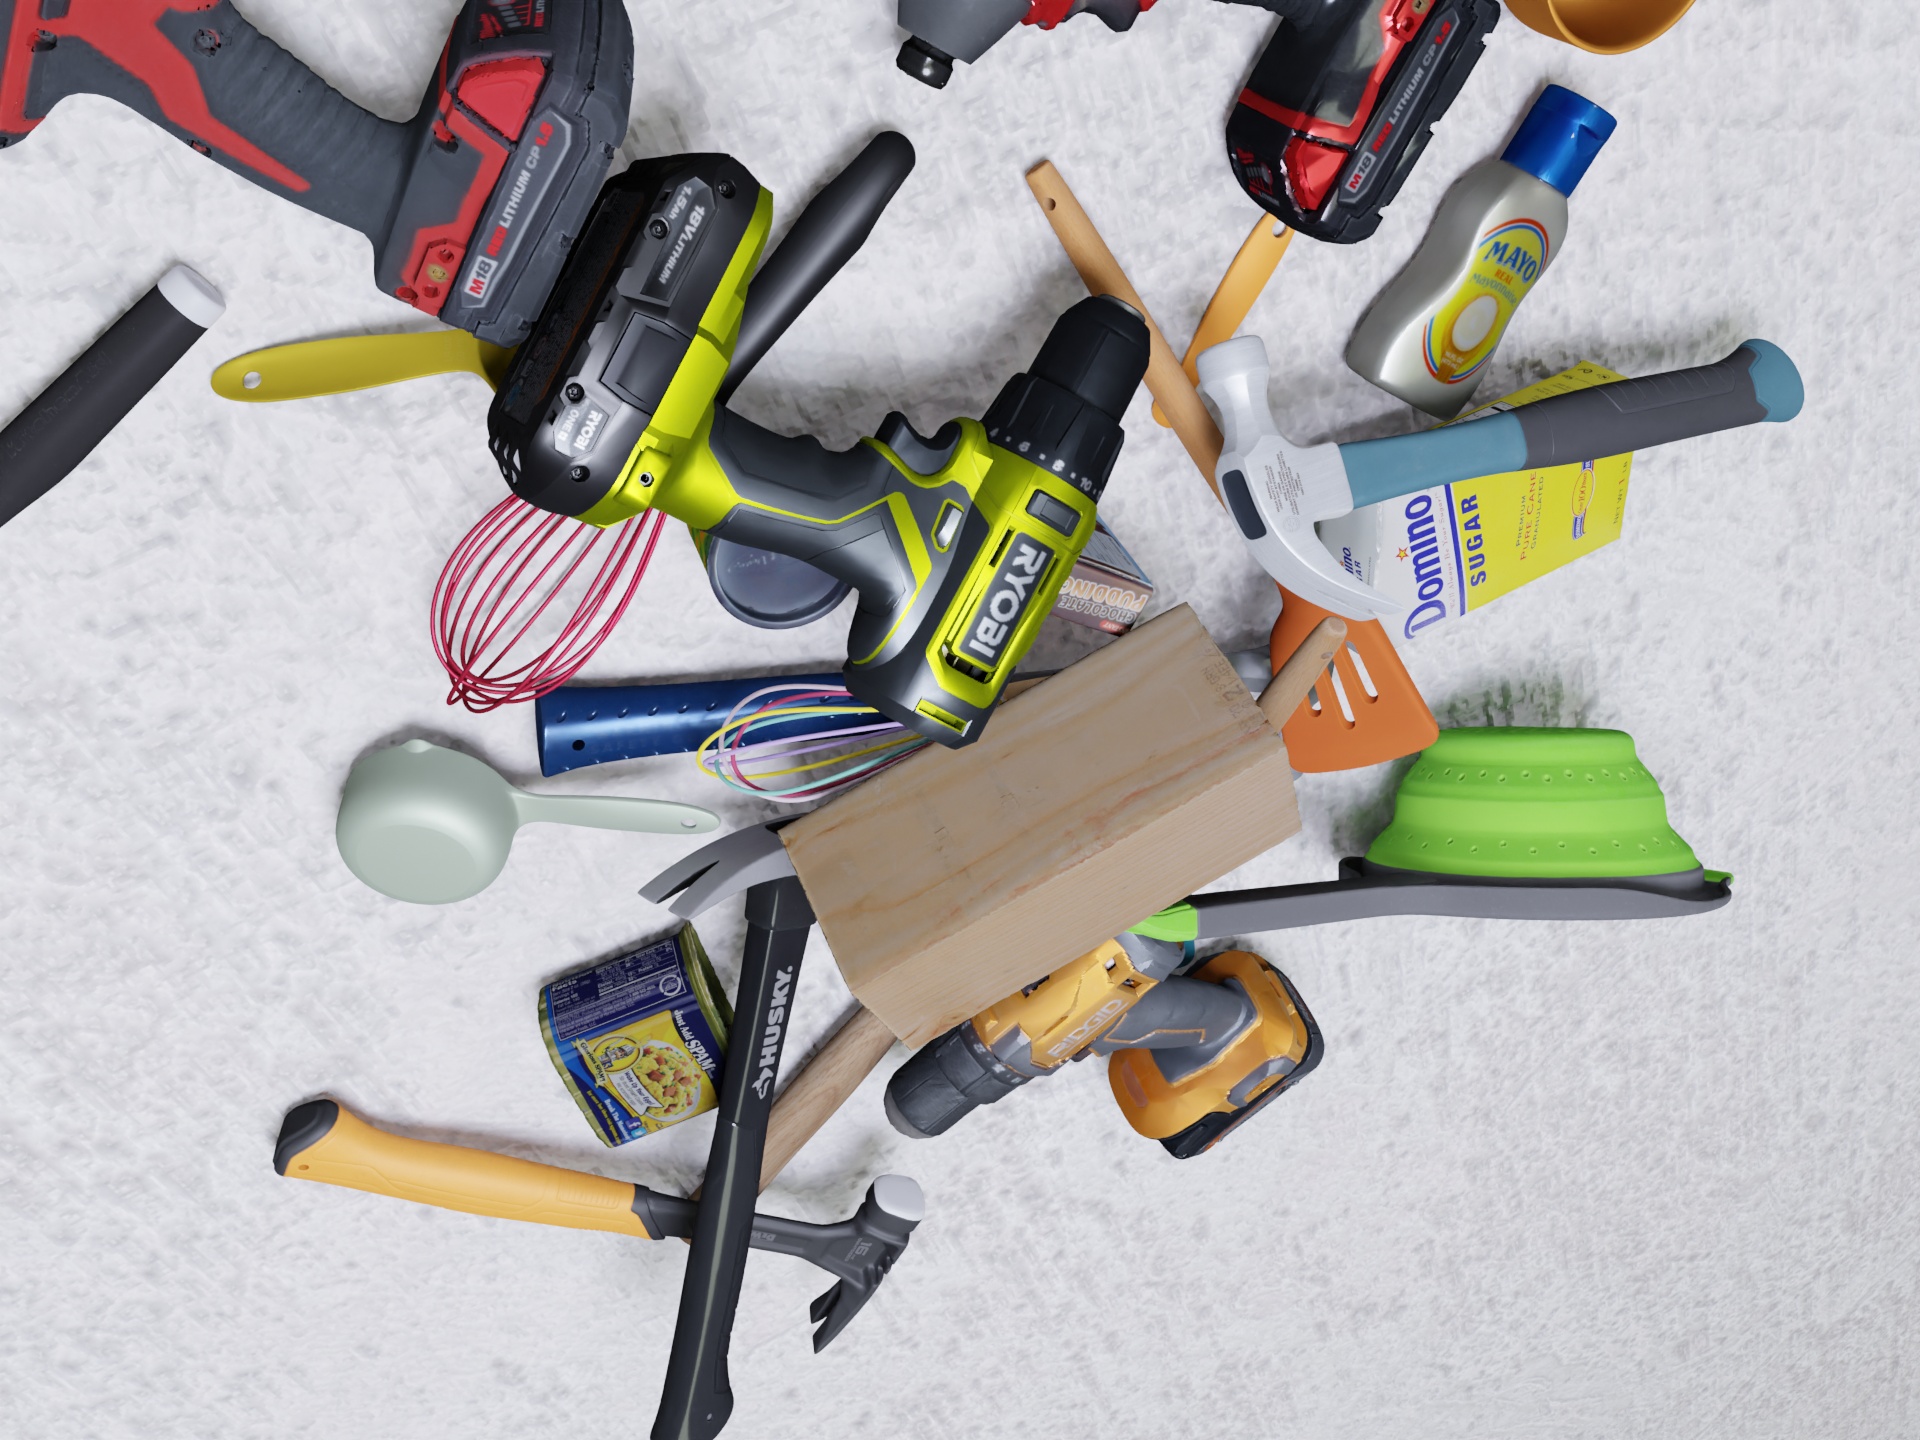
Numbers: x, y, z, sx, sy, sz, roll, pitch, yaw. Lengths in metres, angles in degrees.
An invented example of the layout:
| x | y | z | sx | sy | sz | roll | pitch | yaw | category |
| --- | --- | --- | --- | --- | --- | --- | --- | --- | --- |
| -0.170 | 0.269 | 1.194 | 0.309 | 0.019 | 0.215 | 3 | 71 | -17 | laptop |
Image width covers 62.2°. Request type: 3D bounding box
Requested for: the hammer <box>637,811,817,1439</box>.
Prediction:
| x | y | z | sx | sy | sz | roll | pitch | yaw | category |
| --- | --- | --- | --- | --- | --- | --- | --- | --- | --- |
| -0.113 | 0.210 | 0.785 | 0.146 | 0.035 | 0.334 | -1 | 107 | -51 | hammer |

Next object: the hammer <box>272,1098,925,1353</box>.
| x | y | z | sx | sy | sz | roll | pitch | yaw | category |
| --- | --- | --- | --- | --- | --- | --- | --- | --- | --- |
| -0.193 | 0.264 | 0.852 | 0.336 | 0.034 | 0.127 | 19 | 118 | -22 | hammer |

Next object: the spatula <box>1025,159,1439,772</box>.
| x | y | z | sx | sy | sz | roll | pitch | yaw | category |
| --- | --- | --- | --- | --- | --- | --- | --- | --- | --- |
| 0.117 | -0.107 | 0.719 | 0.081 | 0.041 | 0.322 | -15 | 123 | 39 | spatula |

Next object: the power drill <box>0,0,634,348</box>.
| x | y | z | sx | sy | sz | roll | pitch | yaw | category |
| --- | --- | --- | --- | --- | --- | --- | --- | --- | --- |
| -0.217 | -0.231 | 0.491 | 0.226 | 0.080 | 0.187 | 17 | 132 | -28 | power drill |

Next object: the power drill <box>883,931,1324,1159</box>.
| x | y | z | sx | sy | sz | roll | pitch | yaw | category |
| --- | --- | --- | --- | --- | --- | --- | --- | --- | --- |
| 0.080 | 0.182 | 0.884 | 0.185 | 0.084 | 0.226 | -42 | 139 | 17 | power drill |

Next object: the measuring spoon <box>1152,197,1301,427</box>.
| x | y | z | sx | sy | sz | roll | pitch | yaw | category |
| --- | --- | --- | --- | --- | --- | --- | --- | --- | --- |
| 0.123 | -0.184 | 0.725 | 0.021 | 0.011 | 0.117 | 18 | 114 | -31 | measuring spoon |

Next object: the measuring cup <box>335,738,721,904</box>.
| x | y | z | sx | sy | sz | roll | pitch | yaw | category |
| --- | --- | --- | --- | --- | --- | --- | --- | --- | --- |
| -0.192 | 0.052 | 0.705 | 0.167 | 0.038 | 0.083 | 3 | 134 | -2 | measuring cup |

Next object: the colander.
| x | y | z | sx | sy | sz | roll | pitch | yaw | category |
| --- | --- | --- | --- | --- | --- | --- | --- | --- | --- |
| 0.243 | 0.053 | 0.839 | 0.397 | 0.204 | 0.094 | -2 | 92 | -30 | colander |

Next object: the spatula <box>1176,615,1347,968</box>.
| x | y | z | sx | sy | sz | roll | pitch | yaw | category |
| --- | --- | --- | --- | --- | --- | --- | --- | --- | --- |
| 0.131 | 0.050 | 0.823 | 0.082 | 0.044 | 0.317 | -6 | 150 | -19 | spatula |

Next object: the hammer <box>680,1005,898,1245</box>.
| x | y | z | sx | sy | sz | roll | pitch | yaw | category |
| --- | --- | --- | --- | --- | --- | --- | --- | --- | --- |
| -0.051 | 0.176 | 0.877 | 0.130 | 0.031 | 0.331 | 26 | 112 | -40 | hammer |

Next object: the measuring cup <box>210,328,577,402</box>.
| x | y | z | sx | sy | sz | roll | pitch | yaw | category |
| --- | --- | --- | --- | --- | --- | --- | --- | --- | --- |
| -0.205 | -0.135 | 0.613 | 0.156 | 0.062 | 0.029 | -7 | 170 | -2 | measuring cup |

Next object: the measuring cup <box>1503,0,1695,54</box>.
| x | y | z | sx | sy | sz | roll | pitch | yaw | category |
| --- | --- | --- | --- | --- | --- | --- | --- | --- | --- |
| 0.261 | -0.363 | 0.638 | 0.095 | 0.052 | 0.173 | -16 | 124 | -12 | measuring cup |

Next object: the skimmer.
| x | y | z | sx | sy | sz | roll | pitch | yaw | category |
| --- | --- | --- | --- | --- | --- | --- | --- | --- | --- |
| -0.408 | -0.032 | 0.560 | 0.363 | 0.090 | 0.127 | -41 | 96 | 5 | skimmer |

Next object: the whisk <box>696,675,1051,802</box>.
| x | y | z | sx | sy | sz | roll | pitch | yaw | category |
| --- | --- | --- | --- | --- | --- | --- | --- | --- | --- |
| -0.001 | -0.003 | 0.732 | 0.245 | 0.051 | 0.047 | -10 | 120 | -19 | whisk |

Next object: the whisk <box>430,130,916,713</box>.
| x | y | z | sx | sy | sz | roll | pitch | yaw | category |
| --- | --- | --- | --- | --- | --- | --- | --- | --- | --- |
| -0.118 | -0.119 | 0.644 | 0.073 | 0.073 | 0.296 | 36 | 99 | -36 | whisk |

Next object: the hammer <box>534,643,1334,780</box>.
| x | y | z | sx | sy | sz | roll | pitch | yaw | category |
| --- | --- | --- | --- | --- | --- | --- | --- | --- | --- |
| 0.003 | -0.018 | 0.772 | 0.405 | 0.035 | 0.144 | -5 | 124 | -19 | hammer |

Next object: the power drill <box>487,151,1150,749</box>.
| x | y | z | sx | sy | sz | roll | pitch | yaw | category |
| --- | --- | --- | --- | --- | --- | --- | --- | --- | --- |
| -0.040 | -0.114 | 0.605 | 0.228 | 0.080 | 0.190 | 26 | 93 | -33 | power drill |

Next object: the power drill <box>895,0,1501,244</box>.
| x | y | z | sx | sy | sz | roll | pitch | yaw | category |
| --- | --- | --- | --- | --- | --- | --- | --- | --- | --- |
| 0.083 | -0.276 | 0.610 | 0.219 | 0.079 | 0.143 | 18 | 113 | -28 | power drill |

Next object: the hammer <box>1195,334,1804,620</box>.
| x | y | z | sx | sy | sz | roll | pitch | yaw | category |
| --- | --- | --- | --- | --- | --- | --- | --- | --- | --- |
| 0.262 | -0.132 | 0.729 | 0.331 | 0.033 | 0.128 | -15 | 91 | -23 | hammer |
